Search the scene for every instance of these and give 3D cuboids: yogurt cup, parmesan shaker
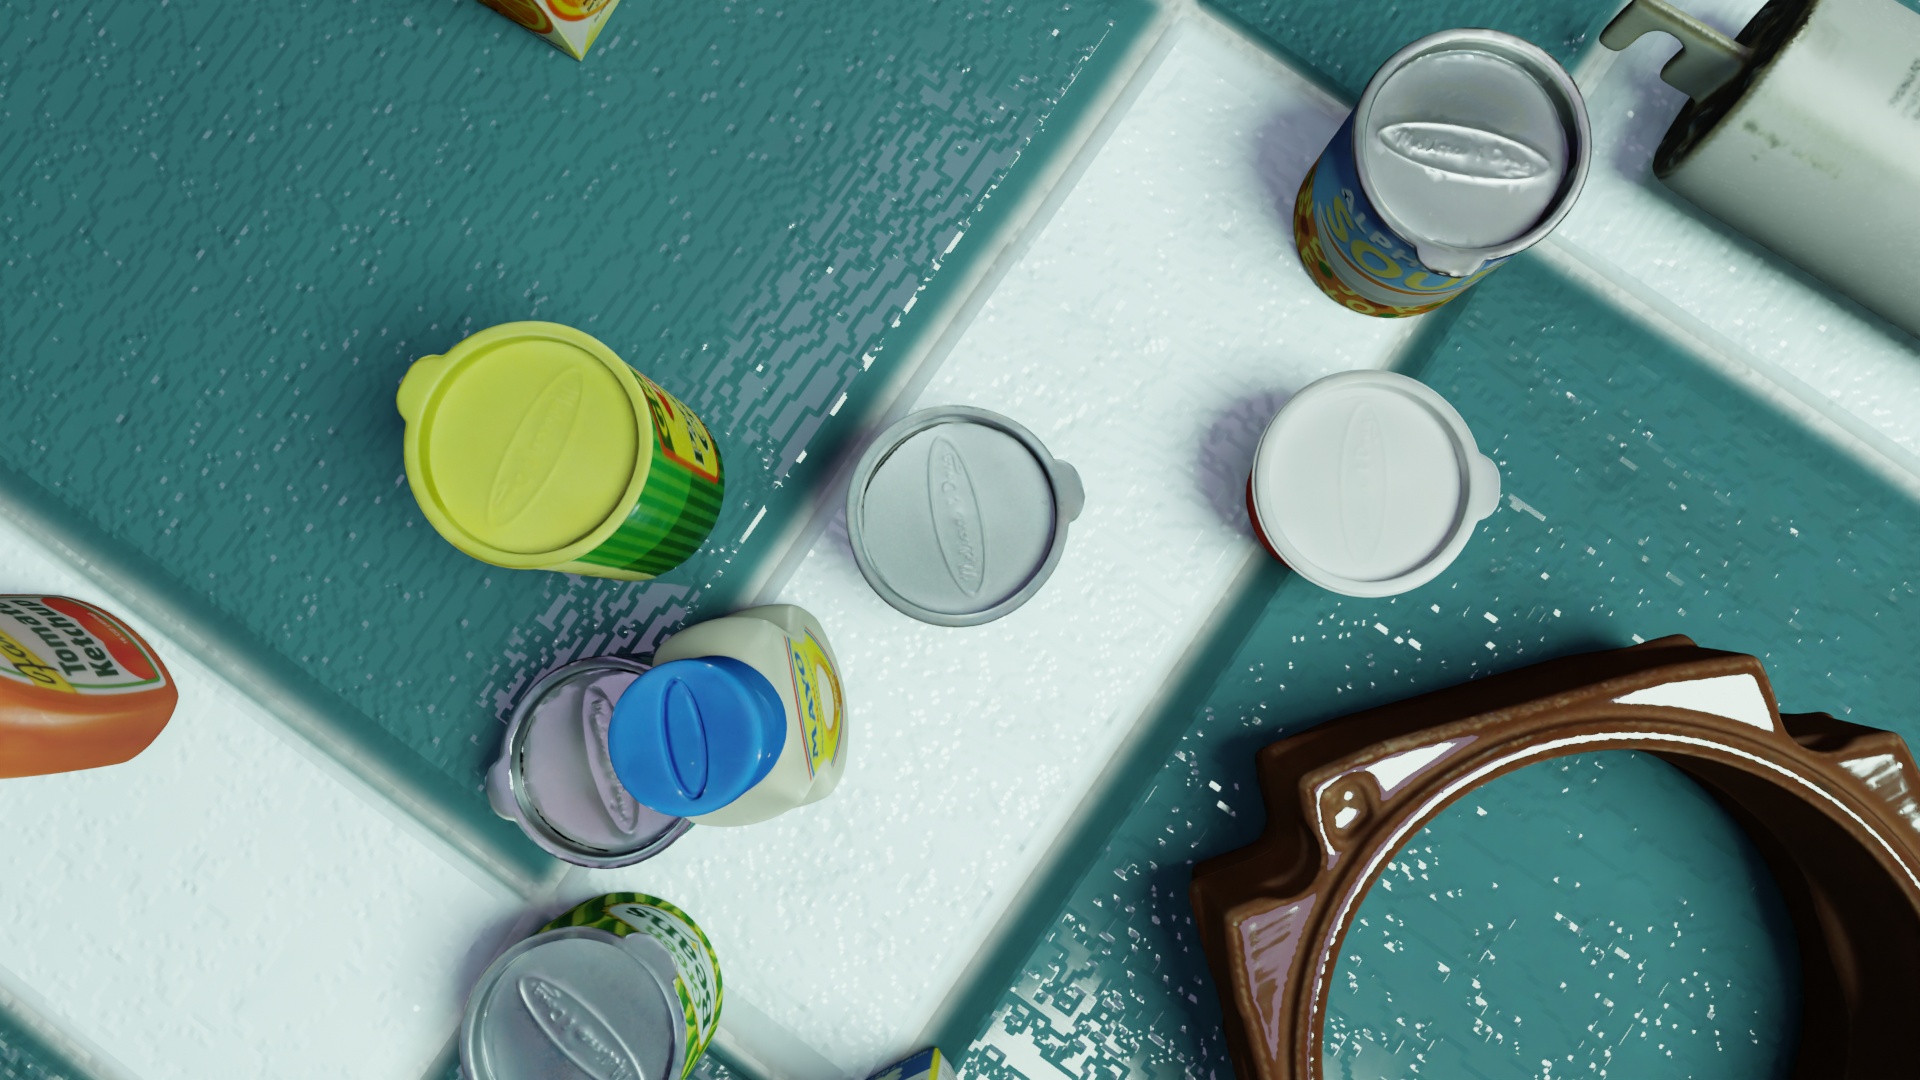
[{"bbox_3d":[0.121,-0.016,0.435,0.072,0.054,0.072,0,86,2],"label":"yogurt cup"},{"bbox_3d":[-0.115,-0.024,0.417,0.071,0.103,0.071,0,87,2],"label":"parmesan shaker"}]

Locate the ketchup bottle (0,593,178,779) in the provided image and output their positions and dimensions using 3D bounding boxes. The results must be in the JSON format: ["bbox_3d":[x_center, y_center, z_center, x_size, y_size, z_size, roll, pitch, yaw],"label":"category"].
[{"bbox_3d":[-0.293,0.042,0.394,0.065,0.149,0.043,38,88,3],"label":"ketchup bottle"}]

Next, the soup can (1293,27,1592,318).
[{"bbox_3d":[0.142,-0.106,0.426,0.071,0.083,0.071,0,86,2],"label":"soup can"}]

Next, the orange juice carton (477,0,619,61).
[{"bbox_3d":[-0.144,-0.217,0.386,0.072,0.192,0.073,31,88,3],"label":"orange juice carton"}]

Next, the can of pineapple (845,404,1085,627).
[{"bbox_3d":[0.002,-0.005,0.435,0.071,0.058,0.071,0,86,2],"label":"can of pineapple"}]

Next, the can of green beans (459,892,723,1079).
[{"bbox_3d":[-0.111,0.146,0.428,0.071,0.058,0.071,0,86,2],"label":"can of green beans"}]

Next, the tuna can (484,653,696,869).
[{"bbox_3d":[-0.112,0.070,0.446,0.071,0.033,0.071,0,86,2],"label":"tuna can"}]

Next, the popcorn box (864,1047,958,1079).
[{"bbox_3d":[-0.056,0.205,0.409,0.127,0.085,0.038,-27,86,0],"label":"popcorn box"}]

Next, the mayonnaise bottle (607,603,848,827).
[{"bbox_3d":[-0.060,0.050,0.388,0.041,0.148,0.065,-11,86,1],"label":"mayonnaise bottle"}]
